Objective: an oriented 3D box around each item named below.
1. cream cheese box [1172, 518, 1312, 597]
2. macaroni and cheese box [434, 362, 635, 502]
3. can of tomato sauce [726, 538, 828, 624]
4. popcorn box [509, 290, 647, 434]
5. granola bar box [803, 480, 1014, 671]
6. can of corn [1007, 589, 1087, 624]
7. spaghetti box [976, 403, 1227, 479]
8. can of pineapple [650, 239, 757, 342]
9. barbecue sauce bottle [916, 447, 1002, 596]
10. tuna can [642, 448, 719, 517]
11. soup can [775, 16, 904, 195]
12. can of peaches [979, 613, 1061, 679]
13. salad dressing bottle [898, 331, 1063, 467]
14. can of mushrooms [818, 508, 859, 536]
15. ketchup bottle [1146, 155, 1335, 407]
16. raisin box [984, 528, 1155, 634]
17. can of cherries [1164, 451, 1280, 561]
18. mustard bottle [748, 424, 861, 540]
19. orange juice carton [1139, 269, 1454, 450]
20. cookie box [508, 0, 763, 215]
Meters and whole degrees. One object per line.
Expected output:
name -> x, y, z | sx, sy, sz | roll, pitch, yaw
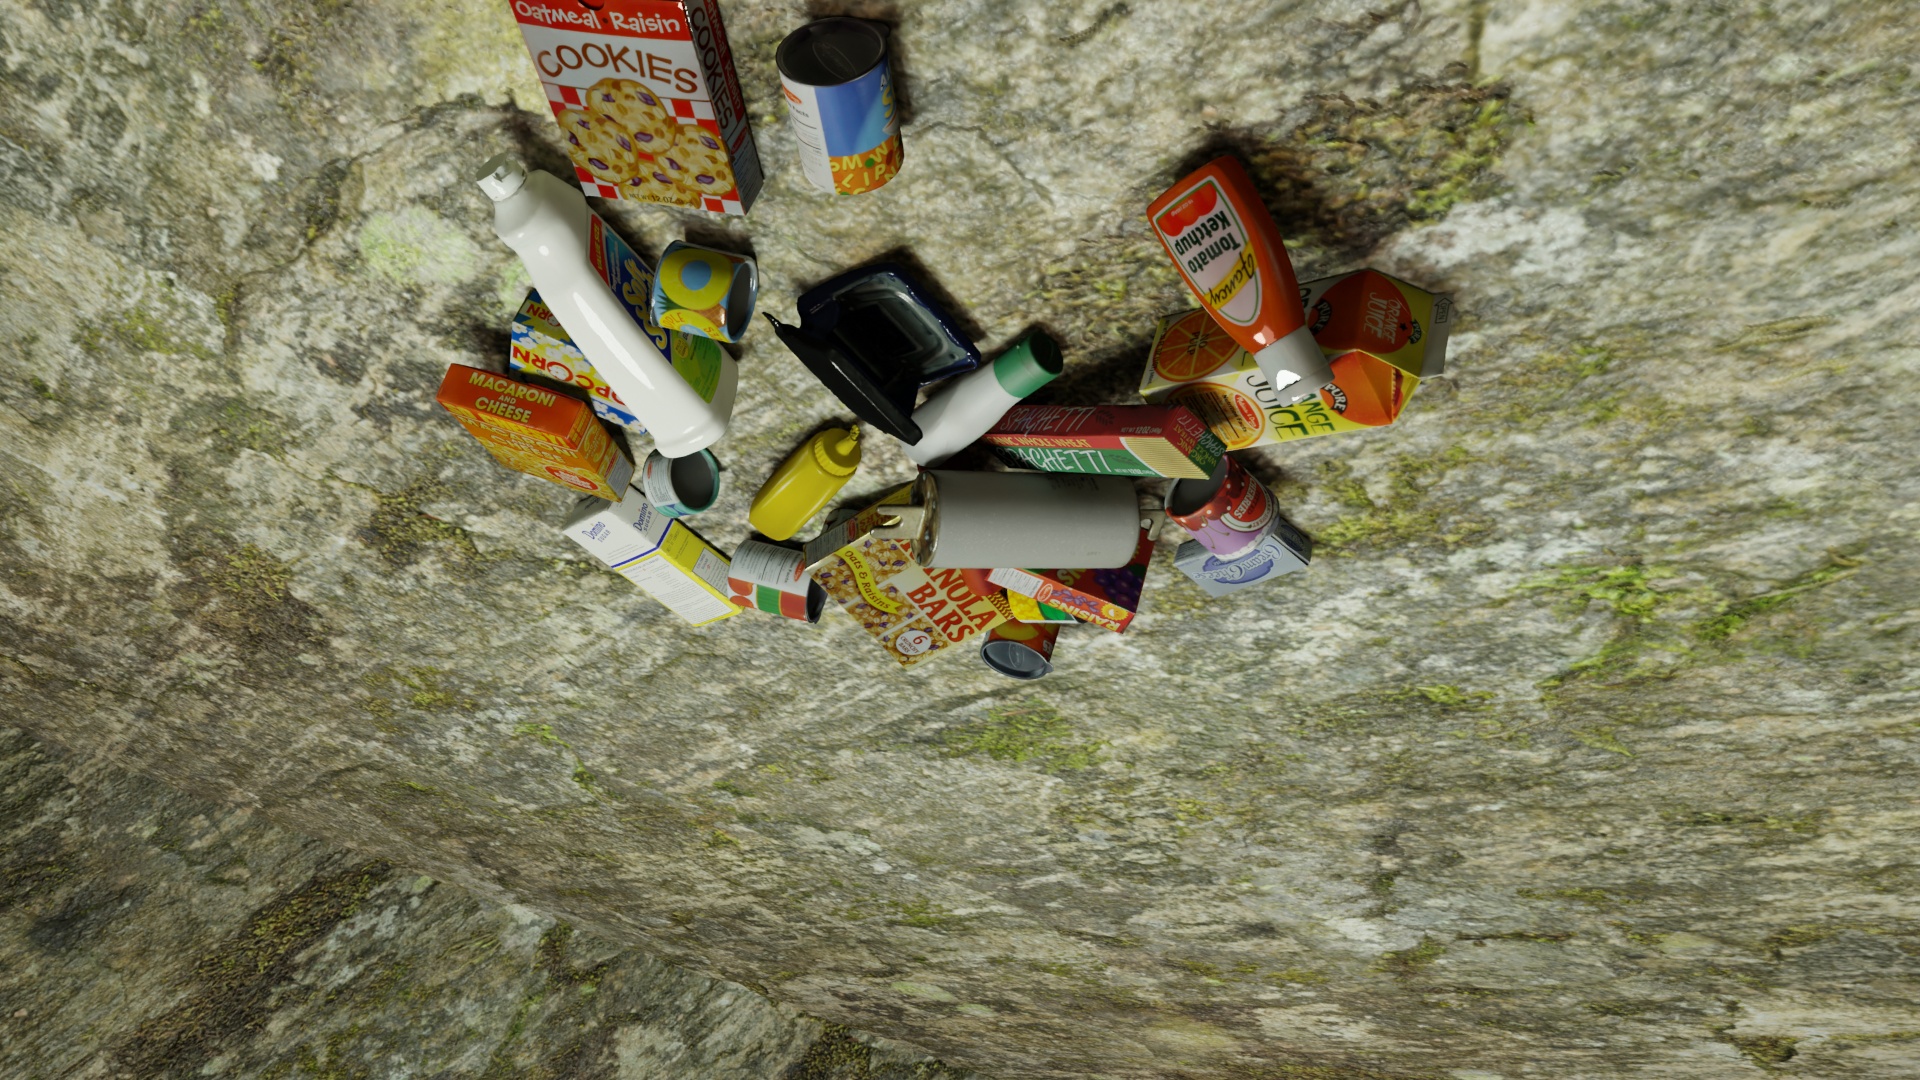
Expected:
cream cheese box -> 0.229, 0.012, 1.133 | 0.053, 0.024, 0.103 | 36, 144, -24
macaroni and cheese box -> -0.372, -0.094, 1.231 | 0.124, 0.040, 0.166 | 17, 164, 7
can of tomato sauce -> -0.175, 0.040, 1.342 | 0.083, 0.071, 0.070 | 13, 146, 12
popcorn box -> -0.311, -0.147, 1.165 | 0.127, 0.038, 0.084 | 24, 148, -7
granola bar box -> -0.043, 0.034, 1.249 | 0.124, 0.039, 0.165 | -29, 129, 16
can of corn -> 0.080, 0.037, 1.211 | 0.058, 0.071, 0.071 | -2, 141, 30
spaghetti box -> 0.089, -0.072, 0.995 | 0.050, 0.029, 0.250 | 38, 165, -27
can of pineapple -> -0.188, -0.181, 1.024 | 0.058, 0.071, 0.070 | 14, 147, 8
barbecue sauce bottle -> 0.004, -0.015, 1.162 | 0.044, 0.065, 0.147 | -21, 133, -1
tuna can -> -0.248, -0.055, 1.245 | 0.033, 0.071, 0.071 | -8, 138, 34
soup can -> -0.069, -0.265, 0.847 | 0.071, 0.072, 0.083 | 10, 147, 14
can of peaches -> 0.060, 0.090, 1.303 | 0.071, 0.058, 0.071 | 13, 146, 9
salad dressing bottle -> 0.014, -0.106, 1.042 | 0.044, 0.064, 0.147 | 40, 134, -20
can of mushrooms -> -0.099, 0.004, 1.281 | 0.071, 0.033, 0.070 | 13, 146, 9
ketchup bottle -> 0.174, -0.153, 0.837 | 0.064, 0.044, 0.149 | -30, 89, 43
raisin box -> 0.092, 0.014, 1.150 | 0.123, 0.086, 0.040 | 21, 145, -3
can of cherries -> 0.199, -0.028, 1.051 | 0.058, 0.072, 0.071 | 38, 142, -25
mustard bottle -> -0.125, -0.055, 1.183 | 0.049, 0.066, 0.159 | 36, 140, -16
orange juice carton -> 0.223, -0.116, 0.906 | 0.192, 0.072, 0.073 | -8, 138, 36
cookie box -> -0.207, -0.292, 0.899 | 0.123, 0.040, 0.166 | 10, 146, 14
